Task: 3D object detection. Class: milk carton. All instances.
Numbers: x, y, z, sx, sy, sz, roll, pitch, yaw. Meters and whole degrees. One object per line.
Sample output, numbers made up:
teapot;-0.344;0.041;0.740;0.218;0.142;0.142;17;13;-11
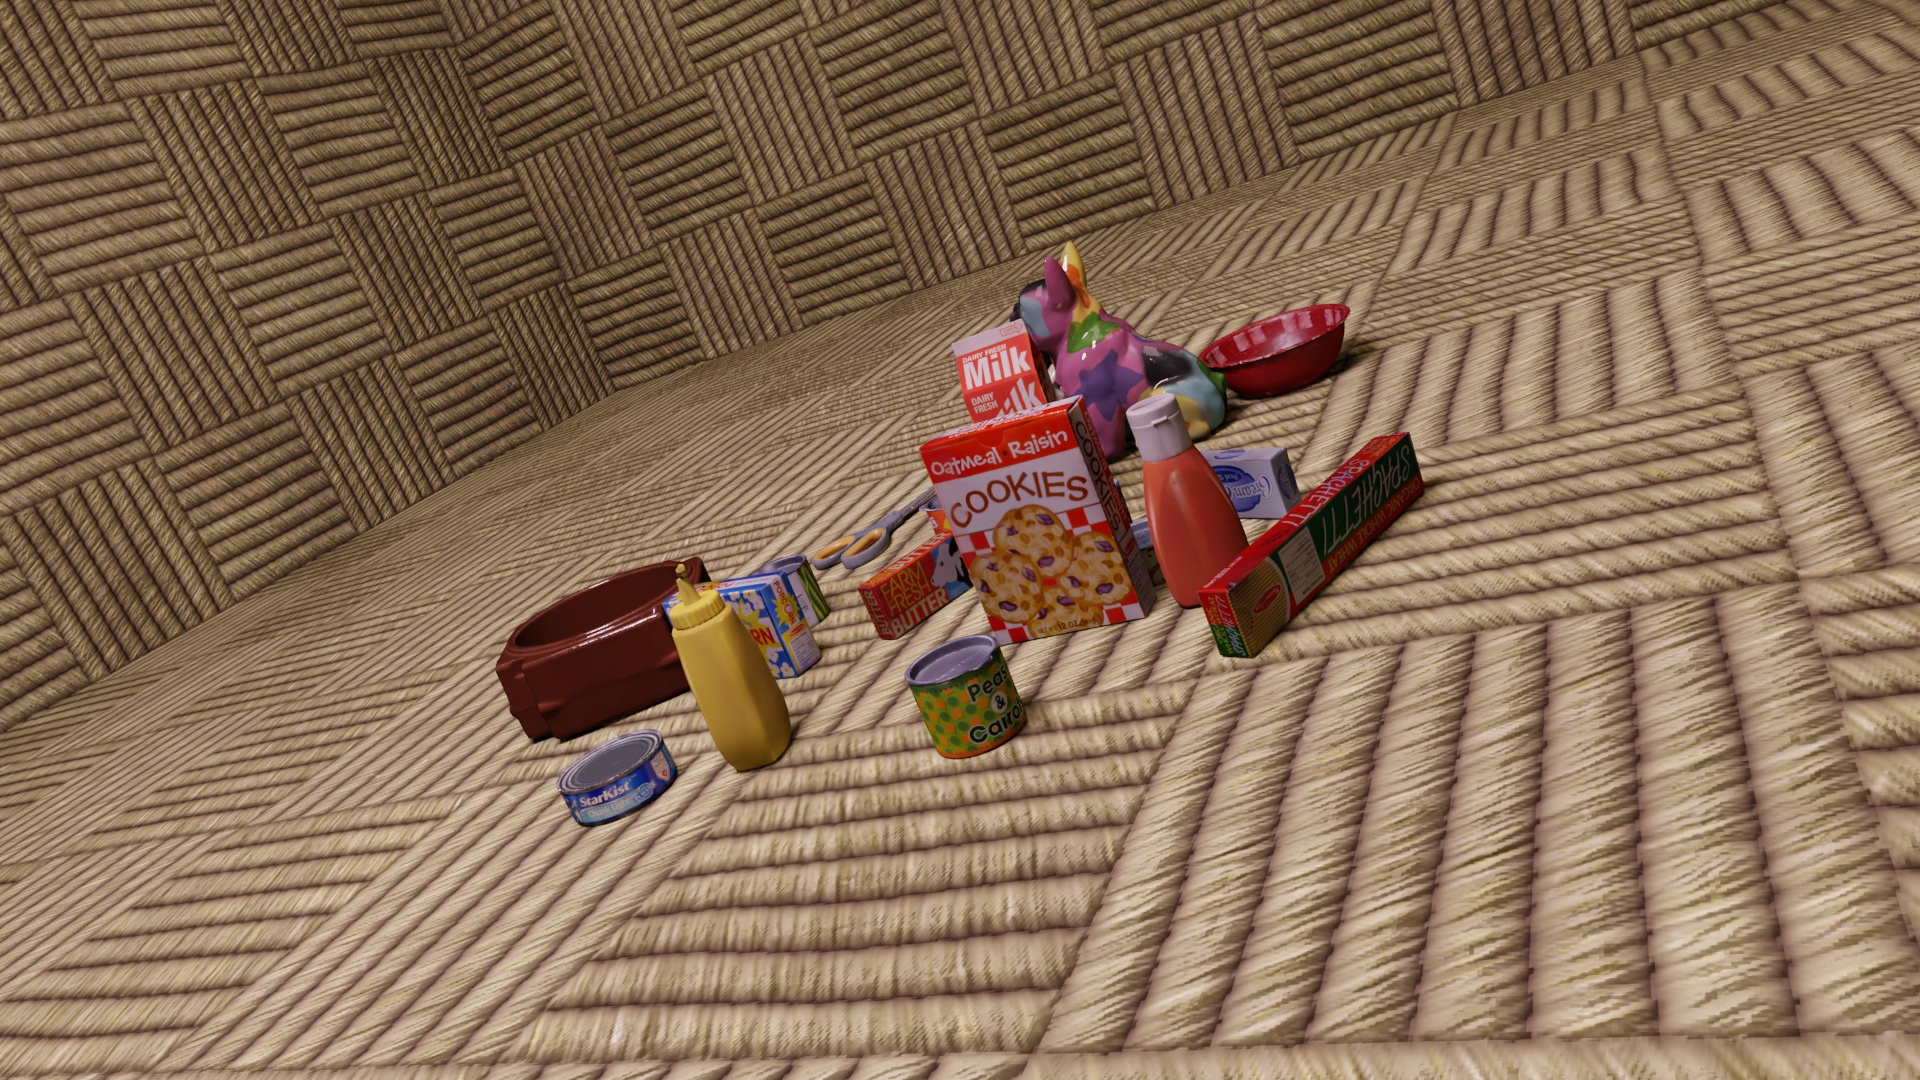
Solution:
milk carton;0.057;-0.104;1.273;0.072;0.190;0.074;-18;16;13

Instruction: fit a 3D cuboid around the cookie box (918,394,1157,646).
cookie box;0.058;-0.012;1.023;0.123;0.167;0.040;-14;18;27

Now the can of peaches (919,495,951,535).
can of peaches;0.005;-0.016;1.299;0.071;0.058;0.071;-20;16;6

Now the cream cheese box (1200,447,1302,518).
cream cheese box;0.224;-0.045;1.119;0.024;0.053;0.103;-32;19;-31

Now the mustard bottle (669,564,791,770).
mustard bottle;-0.175;0.088;1.015;0.049;0.159;0.065;-18;16;14

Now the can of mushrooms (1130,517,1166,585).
can of mushrooms;0.149;0.008;1.081;0.071;0.033;0.071;-20;16;6

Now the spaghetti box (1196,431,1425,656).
spaghetti box;0.248;-0.003;0.958;0.028;0.050;0.251;-4;24;48

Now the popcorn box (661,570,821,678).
popcorn box;-0.189;0.077;1.202;0.126;0.085;0.038;-9;20;38

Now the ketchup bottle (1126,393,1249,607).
ketchup bottle;0.159;-0.029;0.982;0.065;0.148;0.043;-21;16;2

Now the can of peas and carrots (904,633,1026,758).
can of peas and carrots;0.006;0.103;0.918;0.071;0.058;0.071;-20;16;6

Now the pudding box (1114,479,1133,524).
pudding box;0.119;-0.013;1.156;0.030;0.049;0.084;-16;17;20

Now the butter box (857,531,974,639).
butter box;-0.036;0.038;1.187;0.104;0.053;0.024;-33;19;-34

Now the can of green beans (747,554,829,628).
can of green beans;-0.163;0.053;1.292;0.071;0.057;0.071;-20;16;6

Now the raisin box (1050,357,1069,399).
raisin box;0.145;-0.191;1.557;0.040;0.123;0.086;-29;17;-24
